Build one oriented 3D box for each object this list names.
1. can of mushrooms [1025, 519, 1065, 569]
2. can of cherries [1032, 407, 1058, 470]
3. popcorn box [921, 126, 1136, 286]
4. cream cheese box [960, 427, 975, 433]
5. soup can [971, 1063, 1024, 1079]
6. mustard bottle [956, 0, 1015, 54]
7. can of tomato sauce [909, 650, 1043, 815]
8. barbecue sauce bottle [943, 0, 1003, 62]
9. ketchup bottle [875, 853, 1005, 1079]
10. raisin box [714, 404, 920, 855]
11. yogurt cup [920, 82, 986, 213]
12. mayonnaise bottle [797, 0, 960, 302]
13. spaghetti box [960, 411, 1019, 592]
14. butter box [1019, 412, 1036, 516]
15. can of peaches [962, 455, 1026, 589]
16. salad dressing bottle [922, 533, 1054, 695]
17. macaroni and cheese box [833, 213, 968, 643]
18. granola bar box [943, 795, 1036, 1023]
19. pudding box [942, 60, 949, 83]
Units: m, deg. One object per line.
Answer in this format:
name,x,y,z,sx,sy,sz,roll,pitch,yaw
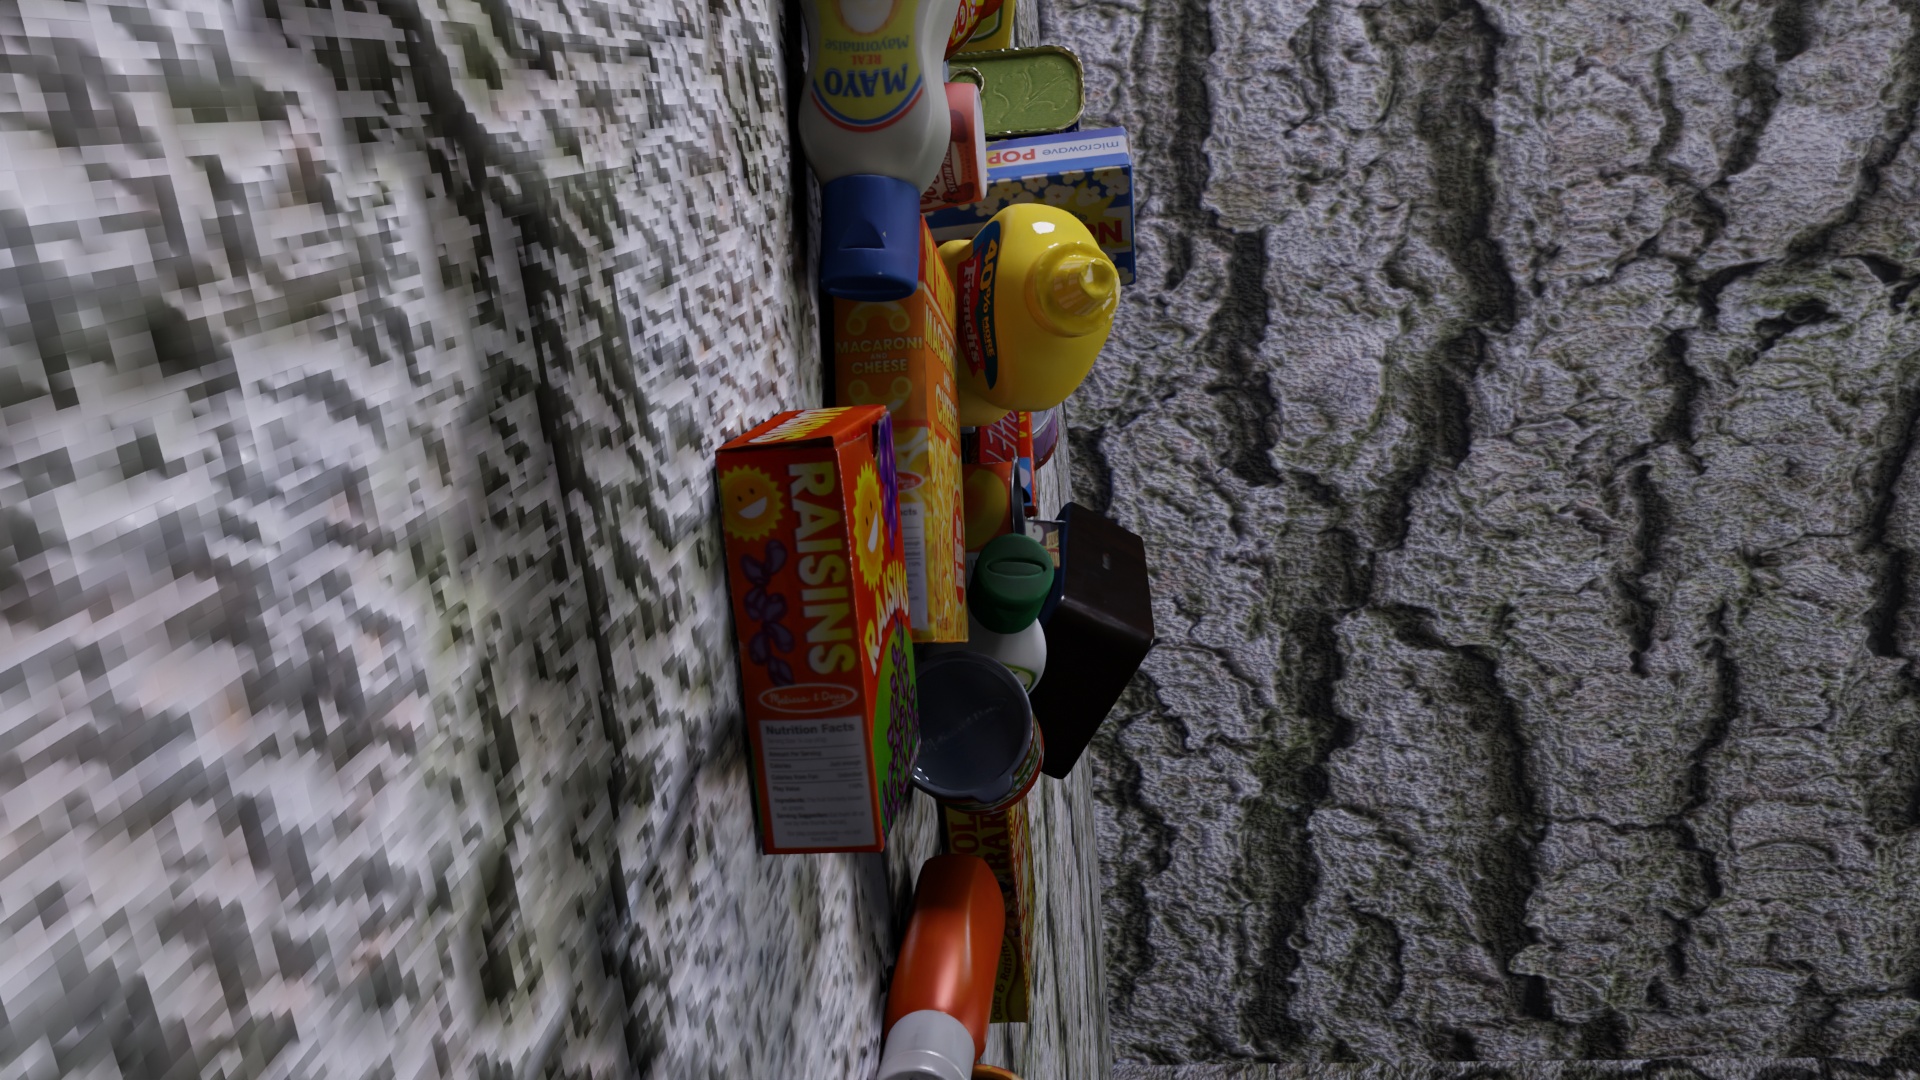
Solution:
can of mushrooms,0.036,0.004,0.933,0.071,0.071,0.033,28,61,-82
can of cherries,0.034,-0.084,0.994,0.058,0.071,0.072,74,15,-66
popcorn box,0.034,-0.180,0.780,0.084,0.127,0.038,78,8,-51
cream cheese box,-0.005,-0.122,0.848,0.053,0.024,0.104,74,14,-66
soup can,0.010,0.279,0.595,0.072,0.071,0.083,-79,164,-64
mustard bottle,0.006,-0.336,0.887,0.159,0.065,0.049,85,2,-45
can of tomato sauce,0.006,0.094,0.653,0.083,0.071,0.071,66,22,-72
barbecue sauce bottle,-0.014,-0.258,0.652,0.149,0.043,0.064,-55,136,-61
ketchup bottle,-0.008,0.197,0.601,0.149,0.043,0.064,-68,153,-74
raisin box,-0.041,0.024,0.434,0.086,0.040,0.123,-59,144,-76
yogurt cup,-0.017,-0.189,0.668,0.072,0.054,0.072,-6,93,-84
mayonnaise bottle,-0.032,-0.165,0.515,0.041,0.065,0.148,48,43,-81
spaghetti box,0.014,-0.041,0.864,0.050,0.029,0.251,-44,-141,52
butter box,0.023,-0.067,0.935,0.024,0.053,0.104,70,18,-74
can of peaches,0.003,-0.009,0.722,0.071,0.058,0.071,-7,93,-83
salad dressing bottle,0.016,0.045,0.699,0.147,0.064,0.044,104,-13,-62
macaroni and cheese box,-0.024,-0.039,0.589,0.123,0.040,0.166,39,48,-82
granola bar box,0.019,0.185,0.841,0.125,0.039,0.164,-77,163,-68
pudding box,-0.023,-0.256,0.741,0.049,0.030,0.084,35,52,-80
